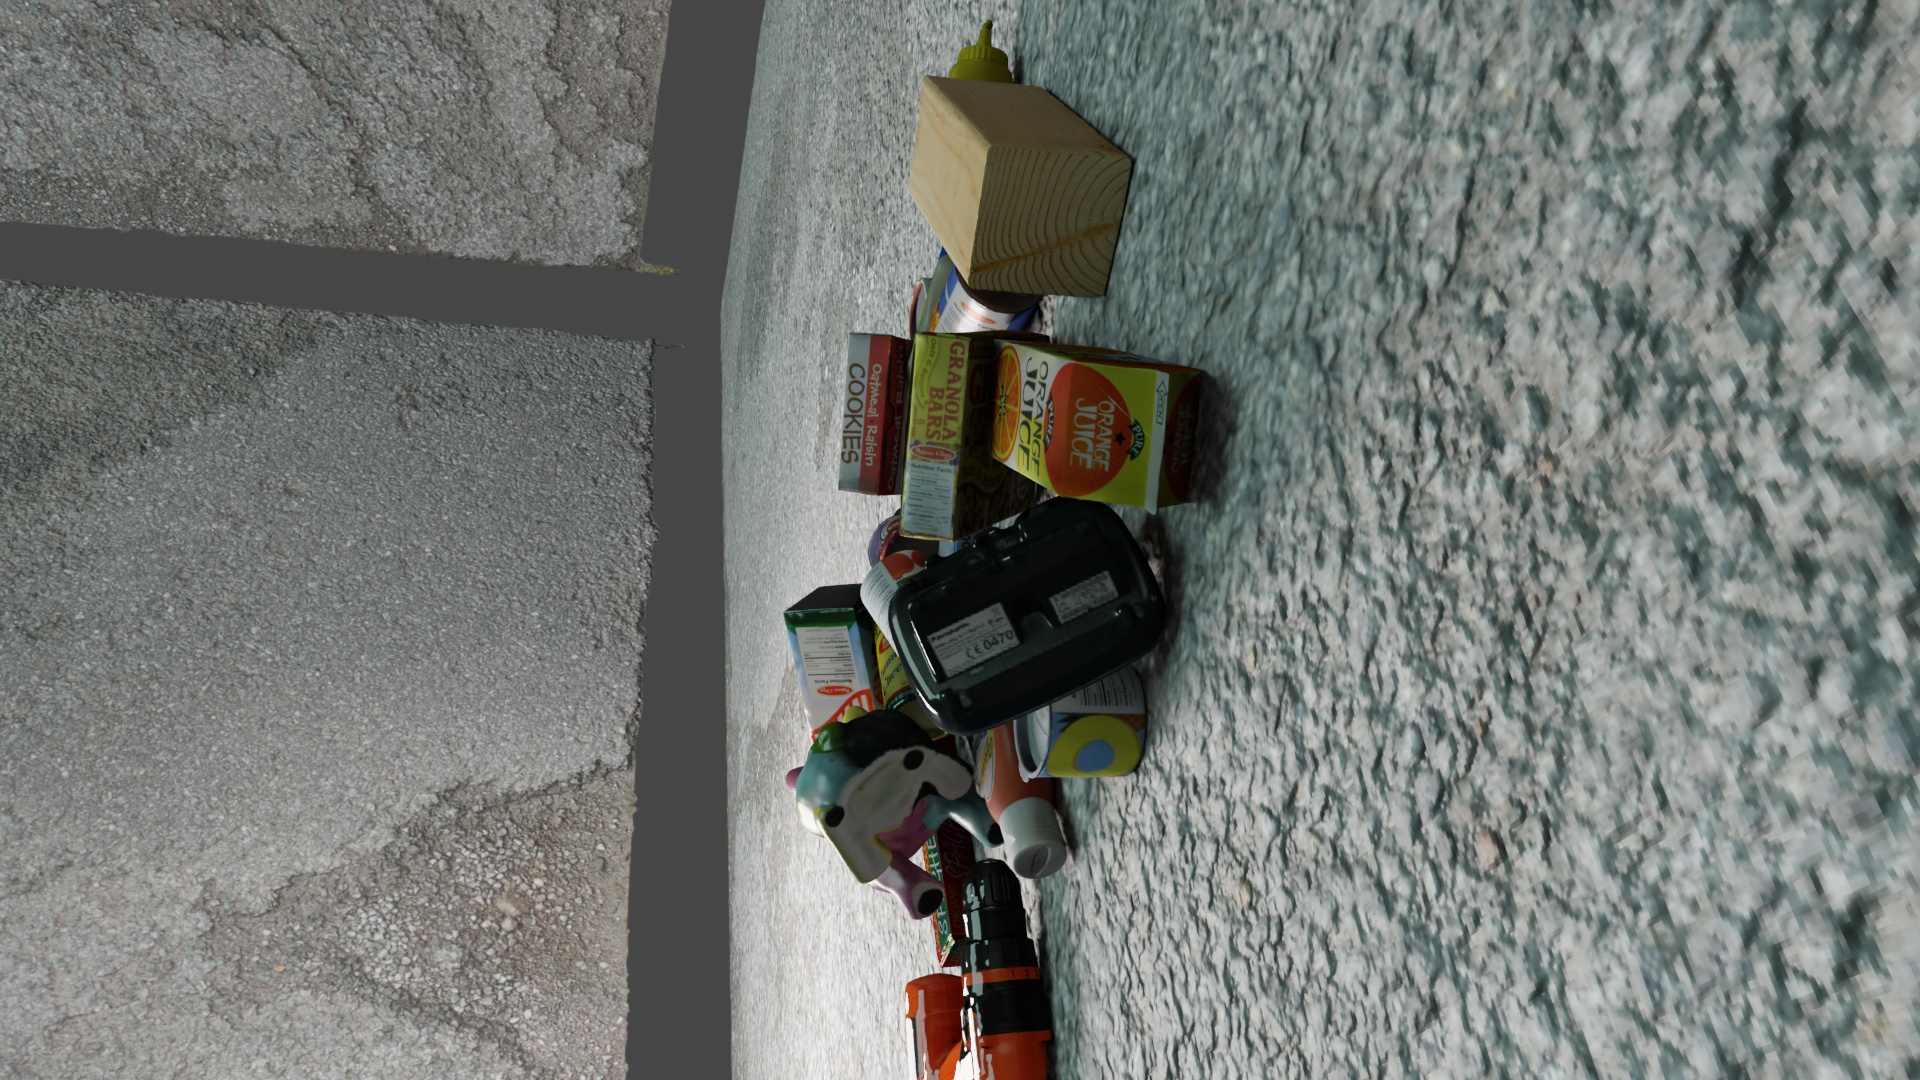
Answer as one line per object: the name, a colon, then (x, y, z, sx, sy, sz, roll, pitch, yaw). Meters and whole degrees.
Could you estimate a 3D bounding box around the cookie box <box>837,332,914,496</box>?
cookie box: (-0.046, -0.099, 1.125, 0.168, 0.040, 0.122, -7, -78, -72)

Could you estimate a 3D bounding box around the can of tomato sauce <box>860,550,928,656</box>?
can of tomato sauce: (-0.031, 0.058, 1.105, 0.083, 0.071, 0.070, 52, 141, 40)

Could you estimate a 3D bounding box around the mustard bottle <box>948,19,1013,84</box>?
mustard bottle: (0.012, -0.324, 1.061, 0.049, 0.065, 0.160, 160, 116, -78)

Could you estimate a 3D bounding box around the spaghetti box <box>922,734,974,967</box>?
spaghetti box: (-0.016, 0.222, 1.134, 0.049, 0.029, 0.251, 108, 159, -45)

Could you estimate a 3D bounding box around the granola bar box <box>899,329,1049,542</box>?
granola bar box: (0.011, -0.073, 0.899, 0.166, 0.039, 0.124, -23, -60, -69)

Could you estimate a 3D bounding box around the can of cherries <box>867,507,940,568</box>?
can of cherries: (-0.042, 0.011, 1.191, 0.058, 0.071, 0.071, -148, 62, -73)

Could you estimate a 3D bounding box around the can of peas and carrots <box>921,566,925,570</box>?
can of peas and carrots: (0.004, 0.050, 1.021, 0.071, 0.071, 0.058, -166, 80, -75)

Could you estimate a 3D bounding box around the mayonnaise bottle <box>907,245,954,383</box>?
mayonnaise bottle: (-0.008, -0.185, 1.087, 0.064, 0.041, 0.149, 97, -175, -61)

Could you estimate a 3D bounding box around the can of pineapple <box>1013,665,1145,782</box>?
can of pineapple: (0.066, 0.103, 0.789, 0.071, 0.058, 0.071, -176, 89, -75)

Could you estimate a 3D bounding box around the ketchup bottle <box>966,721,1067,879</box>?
ketchup bottle: (0.036, 0.156, 0.923, 0.149, 0.043, 0.064, -108, 26, -52)

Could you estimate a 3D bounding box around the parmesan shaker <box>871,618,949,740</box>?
parmesan shaker: (-0.033, 0.105, 1.150, 0.071, 0.071, 0.103, 107, 159, -43)

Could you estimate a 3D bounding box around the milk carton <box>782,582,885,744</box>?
milk carton: (-0.092, 0.138, 1.233, 0.072, 0.073, 0.190, -37, -60, -62)

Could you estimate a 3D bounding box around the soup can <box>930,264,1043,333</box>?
soup can: (0.020, -0.173, 1.001, 0.083, 0.071, 0.071, 123, 146, -63)

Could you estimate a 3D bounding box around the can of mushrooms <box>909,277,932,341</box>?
can of mushrooms: (-0.023, -0.196, 1.222, 0.071, 0.033, 0.071, -177, 89, -74)

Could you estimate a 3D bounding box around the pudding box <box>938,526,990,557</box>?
pudding box: (0.004, -0.014, 1.097, 0.050, 0.030, 0.083, -141, 55, -73)

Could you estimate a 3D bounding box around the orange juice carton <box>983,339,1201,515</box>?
orange juice carton: (0.074, -0.066, 0.761, 0.193, 0.073, 0.071, -140, 53, -71)
